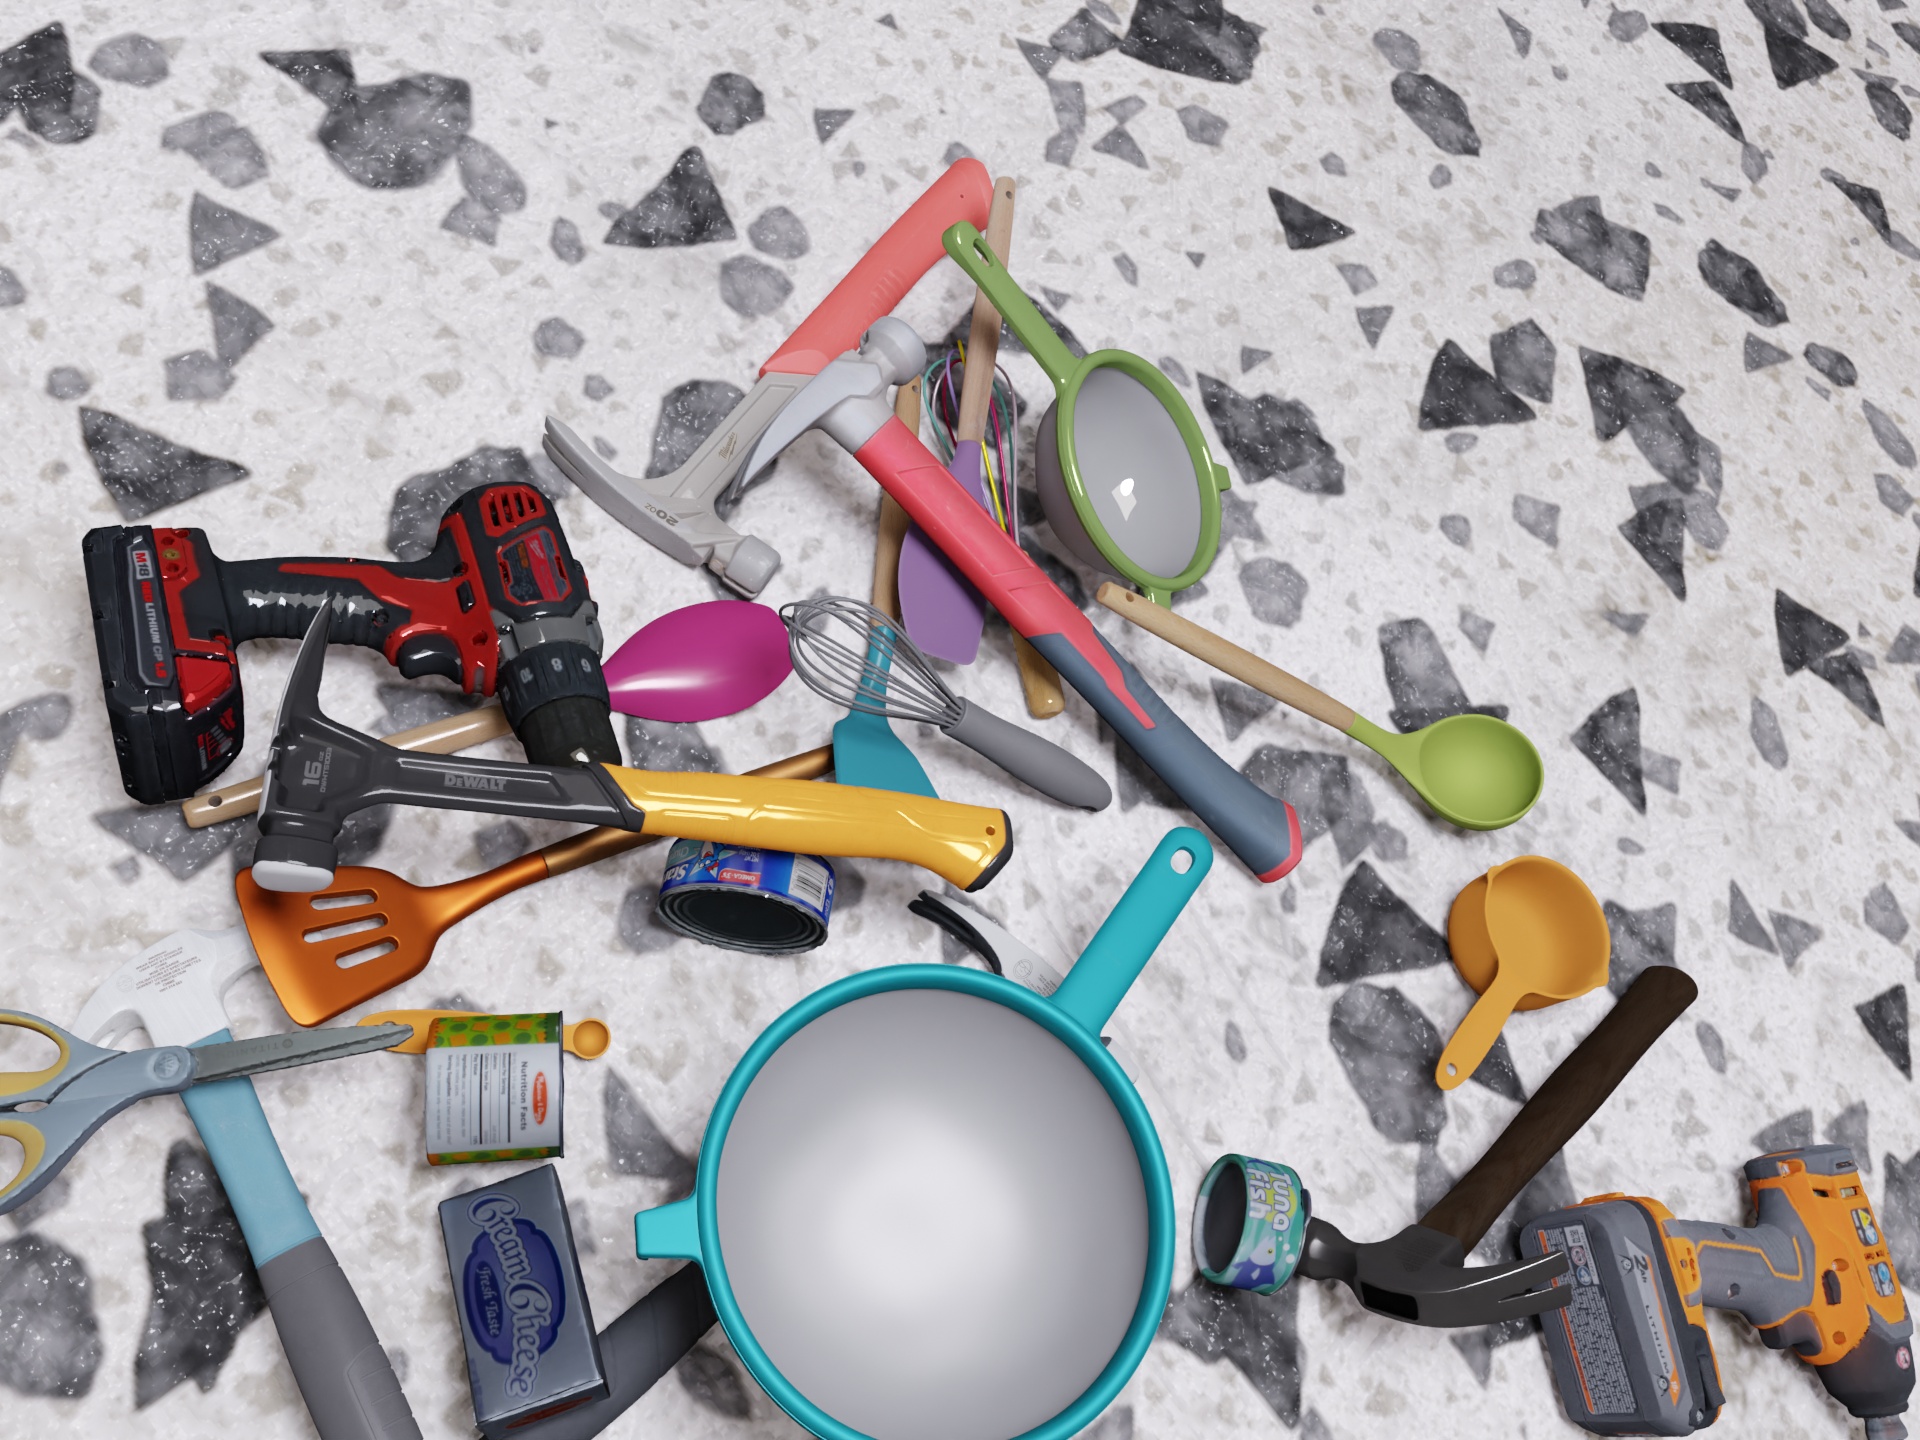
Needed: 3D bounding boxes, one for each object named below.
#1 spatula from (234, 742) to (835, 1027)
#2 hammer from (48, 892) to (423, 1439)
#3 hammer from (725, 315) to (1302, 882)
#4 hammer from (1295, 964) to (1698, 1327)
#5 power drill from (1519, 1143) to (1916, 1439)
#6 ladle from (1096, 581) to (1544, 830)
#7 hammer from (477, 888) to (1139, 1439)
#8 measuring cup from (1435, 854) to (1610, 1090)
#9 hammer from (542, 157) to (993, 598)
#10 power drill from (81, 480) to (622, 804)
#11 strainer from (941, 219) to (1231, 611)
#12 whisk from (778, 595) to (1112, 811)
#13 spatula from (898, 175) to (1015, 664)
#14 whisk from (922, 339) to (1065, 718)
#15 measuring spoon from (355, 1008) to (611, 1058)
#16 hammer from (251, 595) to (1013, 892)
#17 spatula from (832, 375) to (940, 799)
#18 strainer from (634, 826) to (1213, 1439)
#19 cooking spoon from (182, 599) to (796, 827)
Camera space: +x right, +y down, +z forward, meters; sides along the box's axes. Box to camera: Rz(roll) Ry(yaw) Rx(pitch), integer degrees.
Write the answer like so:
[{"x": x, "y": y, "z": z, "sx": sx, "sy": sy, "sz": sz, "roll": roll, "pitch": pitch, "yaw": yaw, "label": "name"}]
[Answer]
[{"x": -0.183, "y": 0.060, "z": 0.790, "sx": 0.322, "sy": 0.041, "sz": 0.081, "roll": -21, "pitch": 73, "yaw": -30, "label": "spatula"}, {"x": -0.273, "y": 0.234, "z": 0.664, "sx": 0.128, "sy": 0.033, "sz": 0.331, "roll": -24, "pitch": 70, "yaw": -27, "label": "hammer"}, {"x": 0.046, "y": -0.040, "z": 0.887, "sx": 0.386, "sy": 0.038, "sz": 0.143, "roll": 46, "pitch": 64, "yaw": -10, "label": "hammer"}, {"x": 0.329, "y": 0.227, "z": 0.888, "sx": 0.331, "sy": 0.130, "sz": 0.031, "roll": -29, "pitch": 114, "yaw": -37, "label": "hammer"}, {"x": 0.437, "y": 0.332, "z": 0.887, "sx": 0.226, "sy": 0.084, "sz": 0.164, "roll": -1, "pitch": 68, "yaw": -25, "label": "power drill"}, {"x": 0.216, "y": -0.015, "z": 0.932, "sx": 0.320, "sy": 0.062, "sz": 0.078, "roll": 25, "pitch": 57, "yaw": -25, "label": "ladle"}, {"x": -0.094, "y": 0.238, "z": 0.750, "sx": 0.409, "sy": 0.036, "sz": 0.149, "roll": -37, "pitch": 82, "yaw": -30, "label": "hammer"}, {"x": 0.310, "y": 0.156, "z": 0.933, "sx": 0.095, "sy": 0.052, "sz": 0.174, "roll": 44, "pitch": 61, "yaw": 2, "label": "measuring cup"}, {"x": -0.089, "y": -0.237, "z": 0.965, "sx": 0.149, "sy": 0.036, "sz": 0.359, "roll": 36, "pitch": 60, "yaw": -3, "label": "hammer"}, {"x": -0.280, "y": -0.023, "z": 0.759, "sx": 0.226, "sy": 0.080, "sz": 0.188, "roll": -10, "pitch": 61, "yaw": -26, "label": "power drill"}, {"x": 0.056, "y": -0.178, "z": 0.941, "sx": 0.256, "sy": 0.069, "sz": 0.152, "roll": 48, "pitch": 48, "yaw": -23, "label": "strainer"}, {"x": 0.000, "y": -0.004, "z": 0.850, "sx": 0.238, "sy": 0.055, "sz": 0.055, "roll": 30, "pitch": 57, "yaw": -33, "label": "whisk"}, {"x": 0.006, "y": -0.185, "z": 0.933, "sx": 0.059, "sy": 0.018, "sz": 0.316, "roll": 18, "pitch": 69, "yaw": -28, "label": "spatula"}, {"x": 0.023, "y": -0.118, "z": 0.952, "sx": 0.051, "sy": 0.047, "sz": 0.245, "roll": -6, "pitch": 73, "yaw": -24, "label": "whisk"}, {"x": -0.226, "y": 0.149, "z": 0.756, "sx": 0.117, "sy": 0.011, "sz": 0.021, "roll": 6, "pitch": 76, "yaw": -15, "label": "measuring spoon"}, {"x": -0.134, "y": 0.031, "z": 0.727, "sx": 0.336, "sy": 0.034, "sz": 0.127, "roll": 9, "pitch": 63, "yaw": -20, "label": "hammer"}, {"x": -0.033, "y": -0.076, "z": 0.910, "sx": 0.082, "sy": 0.044, "sz": 0.318, "roll": 23, "pitch": 57, "yaw": -33, "label": "spatula"}, {"x": 0.017, "y": 0.182, "z": 0.743, "sx": 0.211, "sy": 0.095, "sz": 0.340, "roll": 38, "pitch": 56, "yaw": 5, "label": "strainer"}, {"x": -0.229, "y": -0.002, "z": 0.816, "sx": 0.319, "sy": 0.017, "sz": 0.069, "roll": -20, "pitch": 73, "yaw": -27, "label": "cooking spoon"}]
